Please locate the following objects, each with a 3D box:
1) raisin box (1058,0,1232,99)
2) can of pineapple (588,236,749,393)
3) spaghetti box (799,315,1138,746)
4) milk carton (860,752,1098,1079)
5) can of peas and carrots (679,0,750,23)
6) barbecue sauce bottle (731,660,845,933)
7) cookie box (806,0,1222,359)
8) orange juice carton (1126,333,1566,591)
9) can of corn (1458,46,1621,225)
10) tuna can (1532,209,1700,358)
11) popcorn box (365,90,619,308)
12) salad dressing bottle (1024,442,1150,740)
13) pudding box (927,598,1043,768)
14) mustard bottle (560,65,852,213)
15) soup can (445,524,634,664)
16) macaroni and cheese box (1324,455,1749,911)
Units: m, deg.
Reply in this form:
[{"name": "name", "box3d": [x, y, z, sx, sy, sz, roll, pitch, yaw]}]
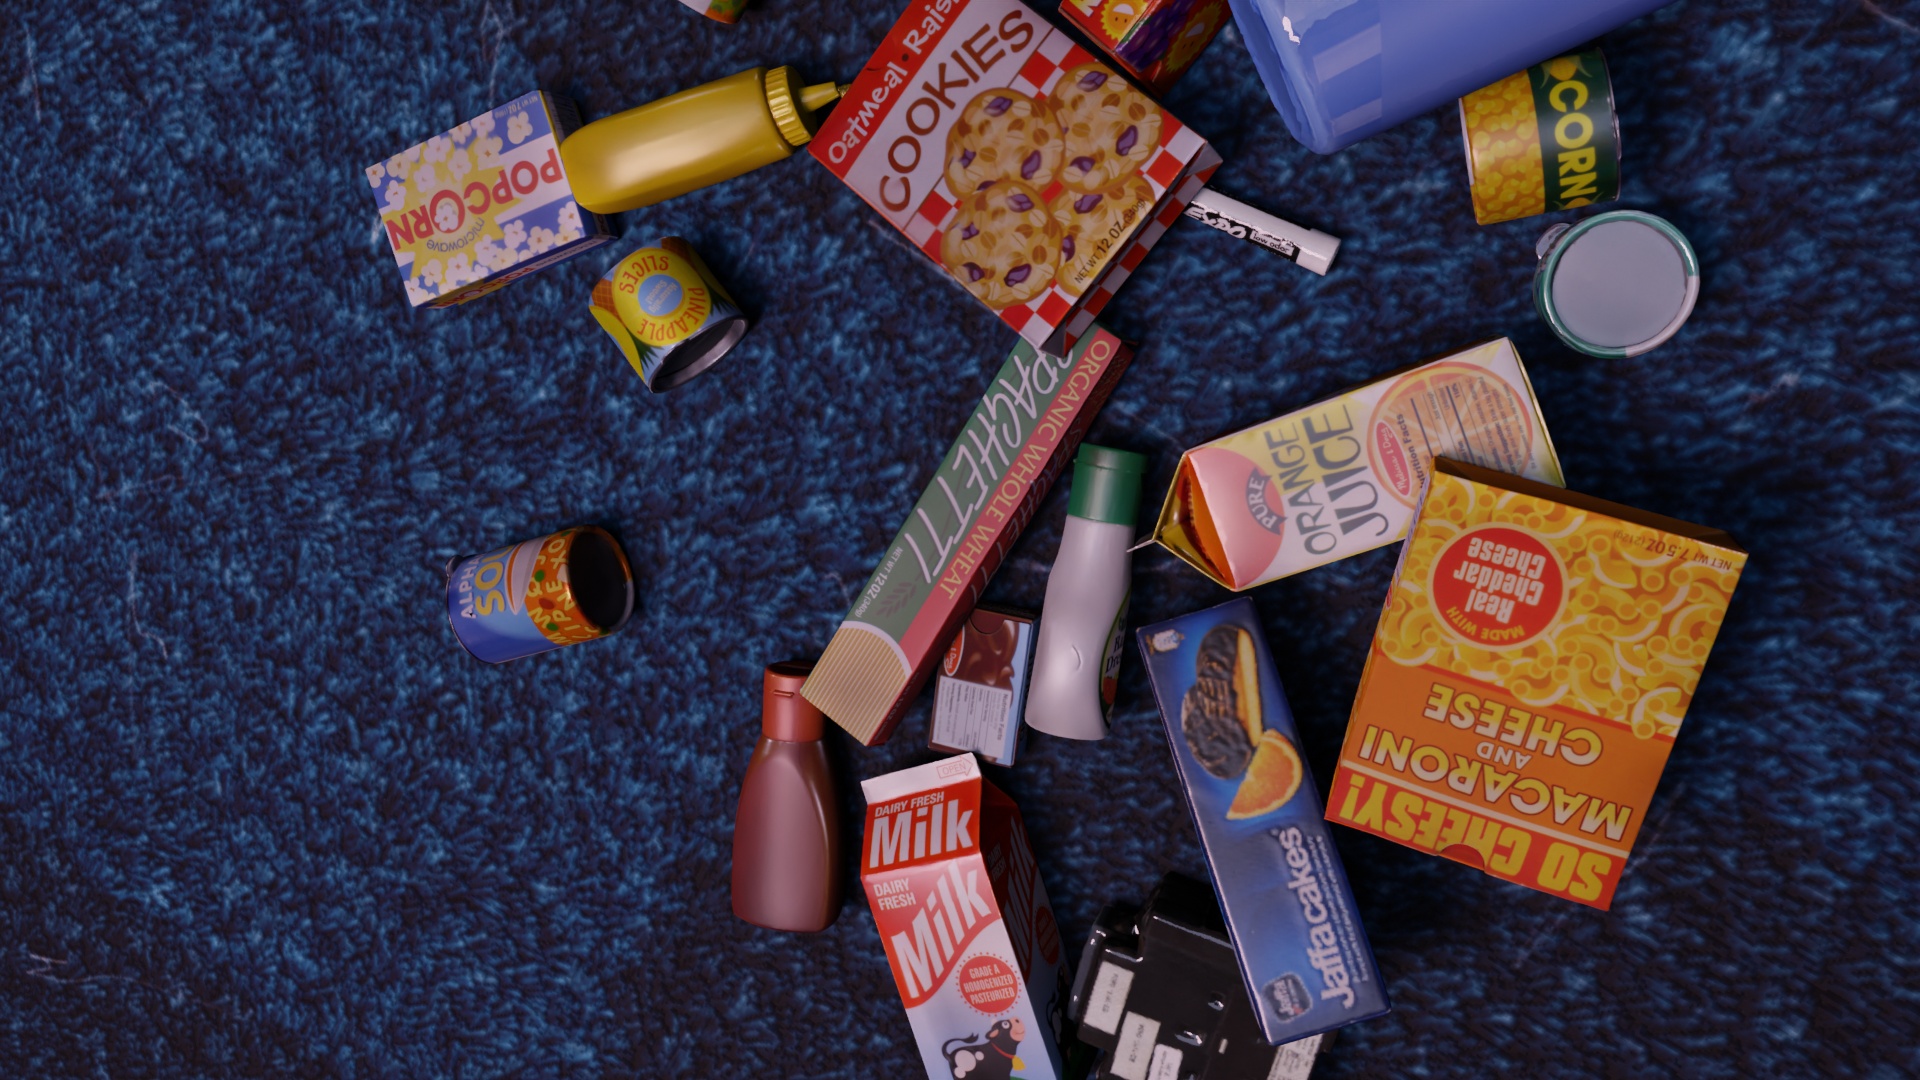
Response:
[{"name": "raisin box", "box3d": [0.109, -0.270, 0.631, 0.040, 0.086, 0.123, 45, 109, 14]}, {"name": "can of pineapple", "box3d": [-0.158, -0.122, 0.750, 0.071, 0.071, 0.058, -39, 86, 20]}, {"name": "spaghetti box", "box3d": [0.003, -0.009, 0.716, 0.050, 0.029, 0.249, 35, 99, 19]}, {"name": "milk carton", "box3d": [0.006, 0.211, 0.749, 0.072, 0.073, 0.190, -18, 93, 20]}, {"name": "can of peas and carrots", "box3d": [-0.127, -0.309, 0.711, 0.071, 0.071, 0.058, 42, 114, 7]}, {"name": "barbecue sauce bottle", "box3d": [-0.096, 0.144, 0.787, 0.065, 0.044, 0.148, 6, 100, 17]}, {"name": "cookie box", "box3d": [0.022, -0.189, 0.679, 0.168, 0.040, 0.122, 43, 105, 17]}, {"name": "orange juice carton", "box3d": [0.173, -0.030, 0.657, 0.192, 0.072, 0.073, -20, 92, 19]}, {"name": "can of corn", "box3d": [0.253, -0.175, 0.609, 0.058, 0.071, 0.071, -8, 97, 20]}, {"name": "tuna can", "box3d": [0.292, -0.117, 0.625, 0.071, 0.033, 0.071, 3, 100, 17]}, {"name": "popcorn box", "box3d": [-0.266, -0.191, 0.789, 0.126, 0.038, 0.085, -16, 94, 20]}, {"name": "salad dressing bottle", "box3d": [0.066, 0.025, 0.708, 0.044, 0.064, 0.147, 10, 95, 13]}, {"name": "pudding box", "box3d": [0.014, 0.075, 0.747, 0.050, 0.030, 0.083, 10, 102, 17]}, {"name": "mustard bottle", "box3d": [-0.128, -0.215, 0.731, 0.160, 0.065, 0.048, -15, 100, 14]}, {"name": "soup can", "box3d": [-0.243, 0.029, 0.802, 0.083, 0.071, 0.071, -15, 94, 19]}, {"name": "macaroni and cheese box", "box3d": [0.239, 0.061, 0.595, 0.124, 0.040, 0.165, 17, 107, 15]}]
